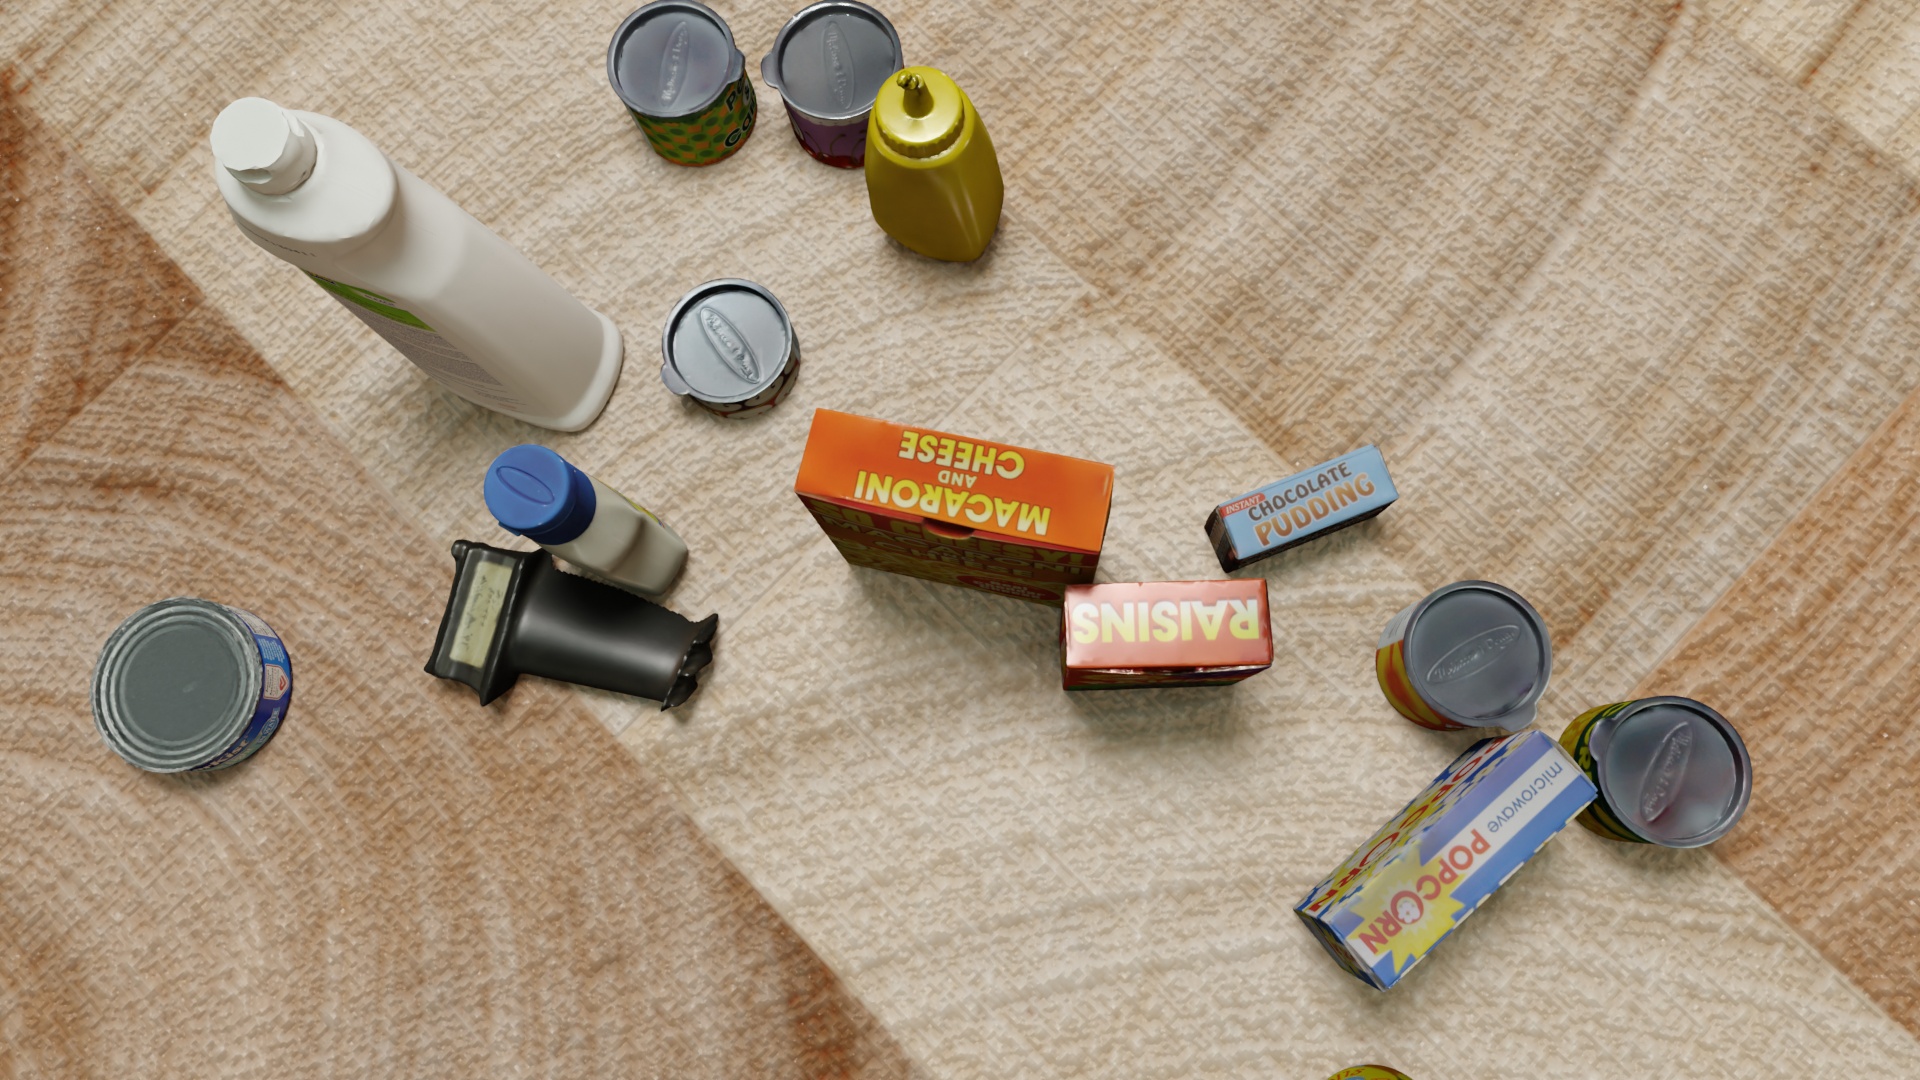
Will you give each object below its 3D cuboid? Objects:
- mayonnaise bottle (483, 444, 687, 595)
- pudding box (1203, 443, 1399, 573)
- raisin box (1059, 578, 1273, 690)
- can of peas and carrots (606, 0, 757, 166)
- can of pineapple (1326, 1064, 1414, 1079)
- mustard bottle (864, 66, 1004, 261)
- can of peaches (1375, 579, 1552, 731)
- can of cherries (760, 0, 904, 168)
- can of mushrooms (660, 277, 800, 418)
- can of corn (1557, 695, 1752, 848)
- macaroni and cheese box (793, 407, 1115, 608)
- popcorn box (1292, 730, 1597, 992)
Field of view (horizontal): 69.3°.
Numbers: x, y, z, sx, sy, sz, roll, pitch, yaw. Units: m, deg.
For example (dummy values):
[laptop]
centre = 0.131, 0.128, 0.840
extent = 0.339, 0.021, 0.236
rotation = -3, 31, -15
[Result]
[mayonnaise bottle]
centre = -0.172, -0.009, 0.636
extent = 0.065, 0.148, 0.041
rotation = 29, 83, 8
[pudding box]
centre = 0.163, -0.015, 0.670
extent = 0.084, 0.049, 0.030
rotation = -21, 79, -1
[raisin box]
centre = 0.088, 0.045, 0.625
extent = 0.086, 0.123, 0.040
rotation = -1, 80, 3
[can of peas and carrots]
centre = -0.141, -0.237, 0.724
extent = 0.071, 0.058, 0.071
rotation = -1, 79, 3
[can of pineapple]
centre = 0.187, 0.268, 0.611
extent = 0.071, 0.057, 0.071
rotation = -1, 79, 3
[mustard bottle]
centre = -0.014, -0.182, 0.655
extent = 0.065, 0.160, 0.049
rotation = 19, 81, 6
[can of peaches]
centre = 0.234, 0.057, 0.649
extent = 0.071, 0.058, 0.071
rotation = -1, 79, 3
[can of cherries]
centre = -0.063, -0.235, 0.720
extent = 0.071, 0.058, 0.071
rotation = -1, 79, 3
[can of mushrooms]
centre = -0.118, -0.096, 0.709
extent = 0.071, 0.033, 0.071
rotation = -1, 79, 3
[can of corn]
centre = 0.312, 0.105, 0.635
extent = 0.071, 0.058, 0.071
rotation = -1, 79, 3
[macaroni and cheese box]
centre = 0.002, -0.008, 0.618
extent = 0.124, 0.166, 0.040
rotation = 11, 81, 5
[popcorn box]
centre = 0.213, 0.140, 0.620
extent = 0.127, 0.085, 0.038
rotation = -41, 80, -5
